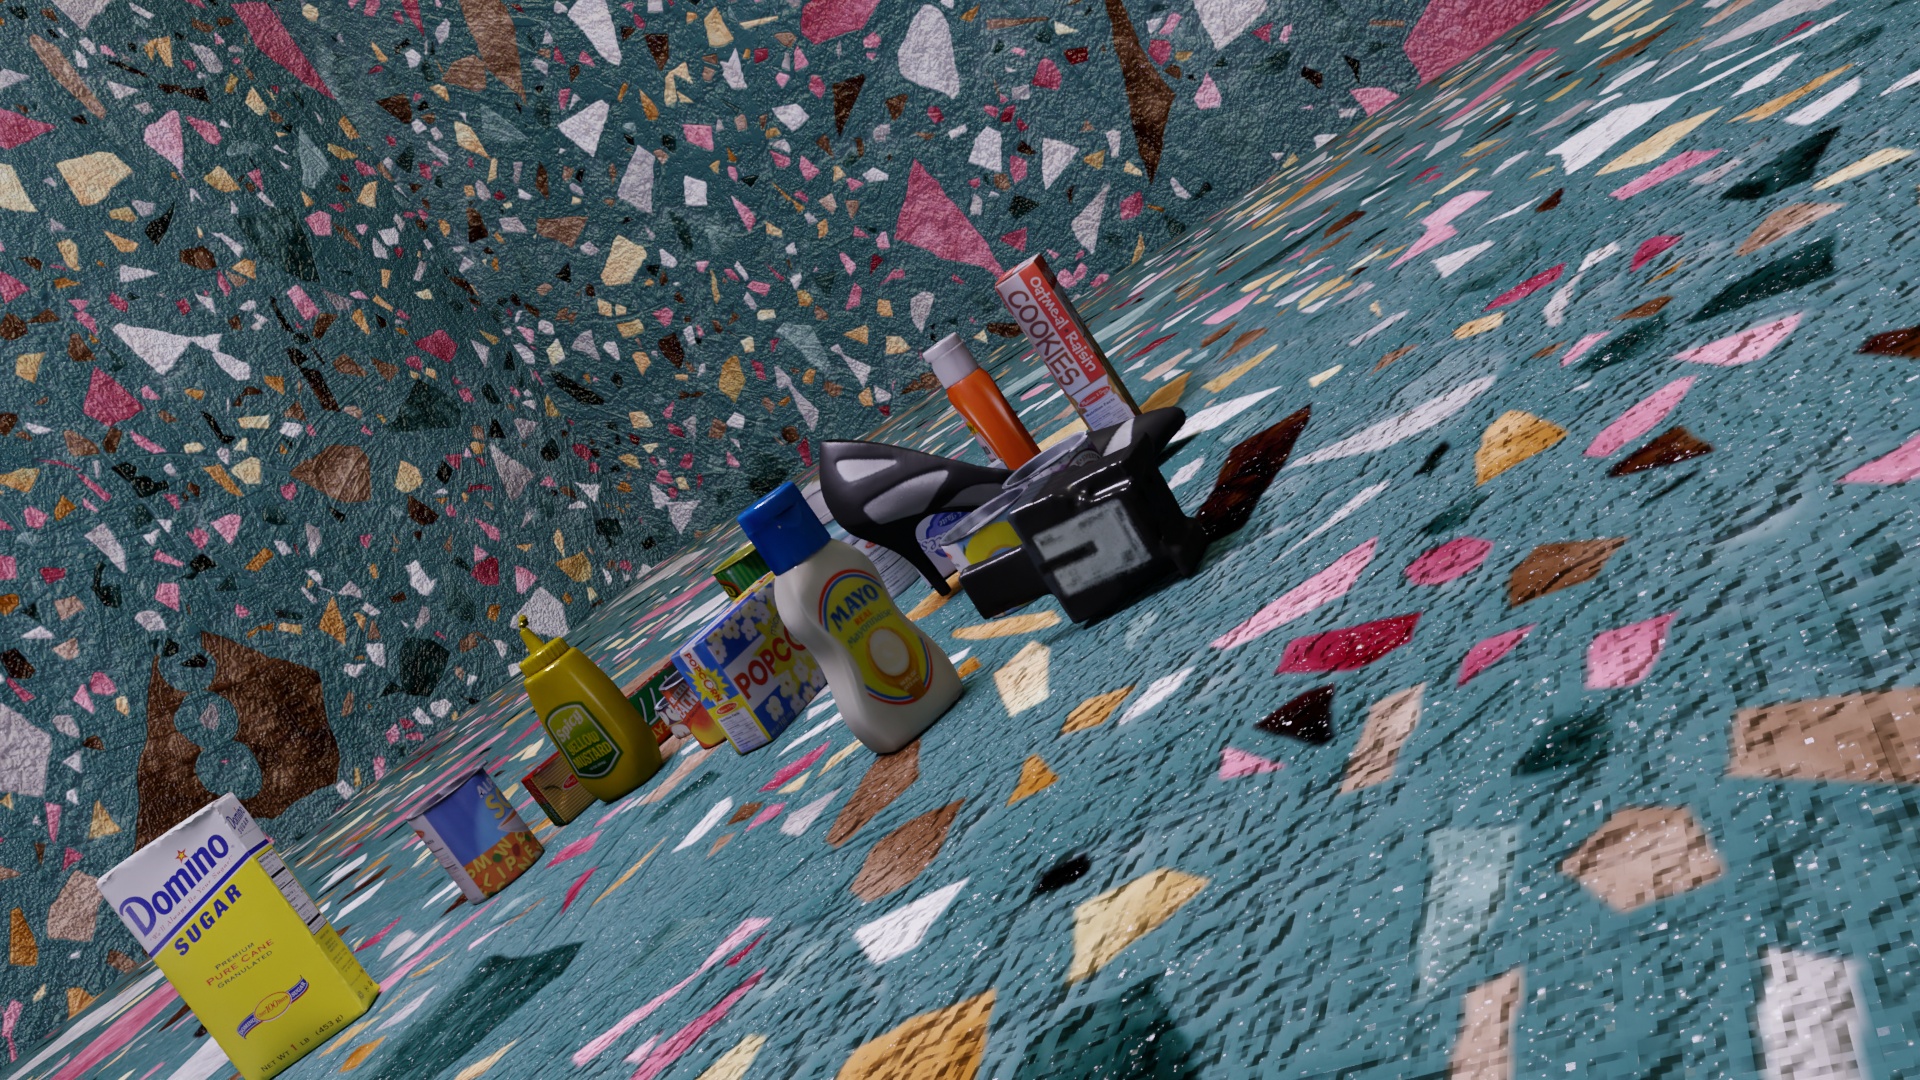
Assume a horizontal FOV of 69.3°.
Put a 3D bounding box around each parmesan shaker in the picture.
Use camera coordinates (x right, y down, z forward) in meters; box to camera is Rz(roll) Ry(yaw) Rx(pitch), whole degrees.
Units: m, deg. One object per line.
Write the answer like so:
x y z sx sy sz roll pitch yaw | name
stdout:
-0.142 0.049 1.111 0.071 0.103 0.071 -33 9 6 | parmesan shaker

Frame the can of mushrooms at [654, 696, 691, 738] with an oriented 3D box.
-0.220 0.134 1.166 0.071 0.033 0.071 -33 9 6 | can of mushrooms

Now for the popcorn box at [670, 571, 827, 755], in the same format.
-0.138 0.081 0.983 0.038 0.085 0.127 -29 10 33 | popcorn box

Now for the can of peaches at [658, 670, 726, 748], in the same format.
-0.186 0.117 1.054 0.071 0.058 0.071 -33 9 6 | can of peaches

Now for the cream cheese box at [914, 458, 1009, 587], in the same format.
0.004 -0.014 1.080 0.104 0.053 0.024 -34 9 1 | cream cheese box

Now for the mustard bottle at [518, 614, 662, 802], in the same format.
-0.300 0.126 1.082 0.065 0.160 0.049 -31 9 19 | mustard bottle

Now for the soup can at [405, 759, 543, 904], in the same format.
-0.368 0.223 1.062 0.071 0.083 0.071 -33 9 6 | soup can

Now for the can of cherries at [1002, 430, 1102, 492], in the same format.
0.072 -0.031 0.913 0.071 0.058 0.071 -33 9 6 | can of cherries

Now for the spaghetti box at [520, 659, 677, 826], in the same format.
-0.265 0.148 1.198 0.028 0.050 0.251 -25 13 48 | spaghetti box

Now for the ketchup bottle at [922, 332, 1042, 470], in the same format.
0.023 -0.114 1.234 0.043 0.148 0.065 -34 9 -1 | ketchup bottle

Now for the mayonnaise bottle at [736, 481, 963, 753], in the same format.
-0.063 0.039 0.740 0.065 0.148 0.041 -39 10 -28 | mayonnaise bottle

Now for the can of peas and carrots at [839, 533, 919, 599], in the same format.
-0.077 0.022 1.162 0.071 0.058 0.071 -33 9 6 | can of peas and carrots

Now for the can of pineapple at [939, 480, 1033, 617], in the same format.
0.031 0.006 0.867 0.071 0.058 0.071 -33 9 6 | can of pineapple

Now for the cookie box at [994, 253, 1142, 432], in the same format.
0.091 -0.154 1.142 0.040 0.167 0.123 -32 9 12 | cookie box
